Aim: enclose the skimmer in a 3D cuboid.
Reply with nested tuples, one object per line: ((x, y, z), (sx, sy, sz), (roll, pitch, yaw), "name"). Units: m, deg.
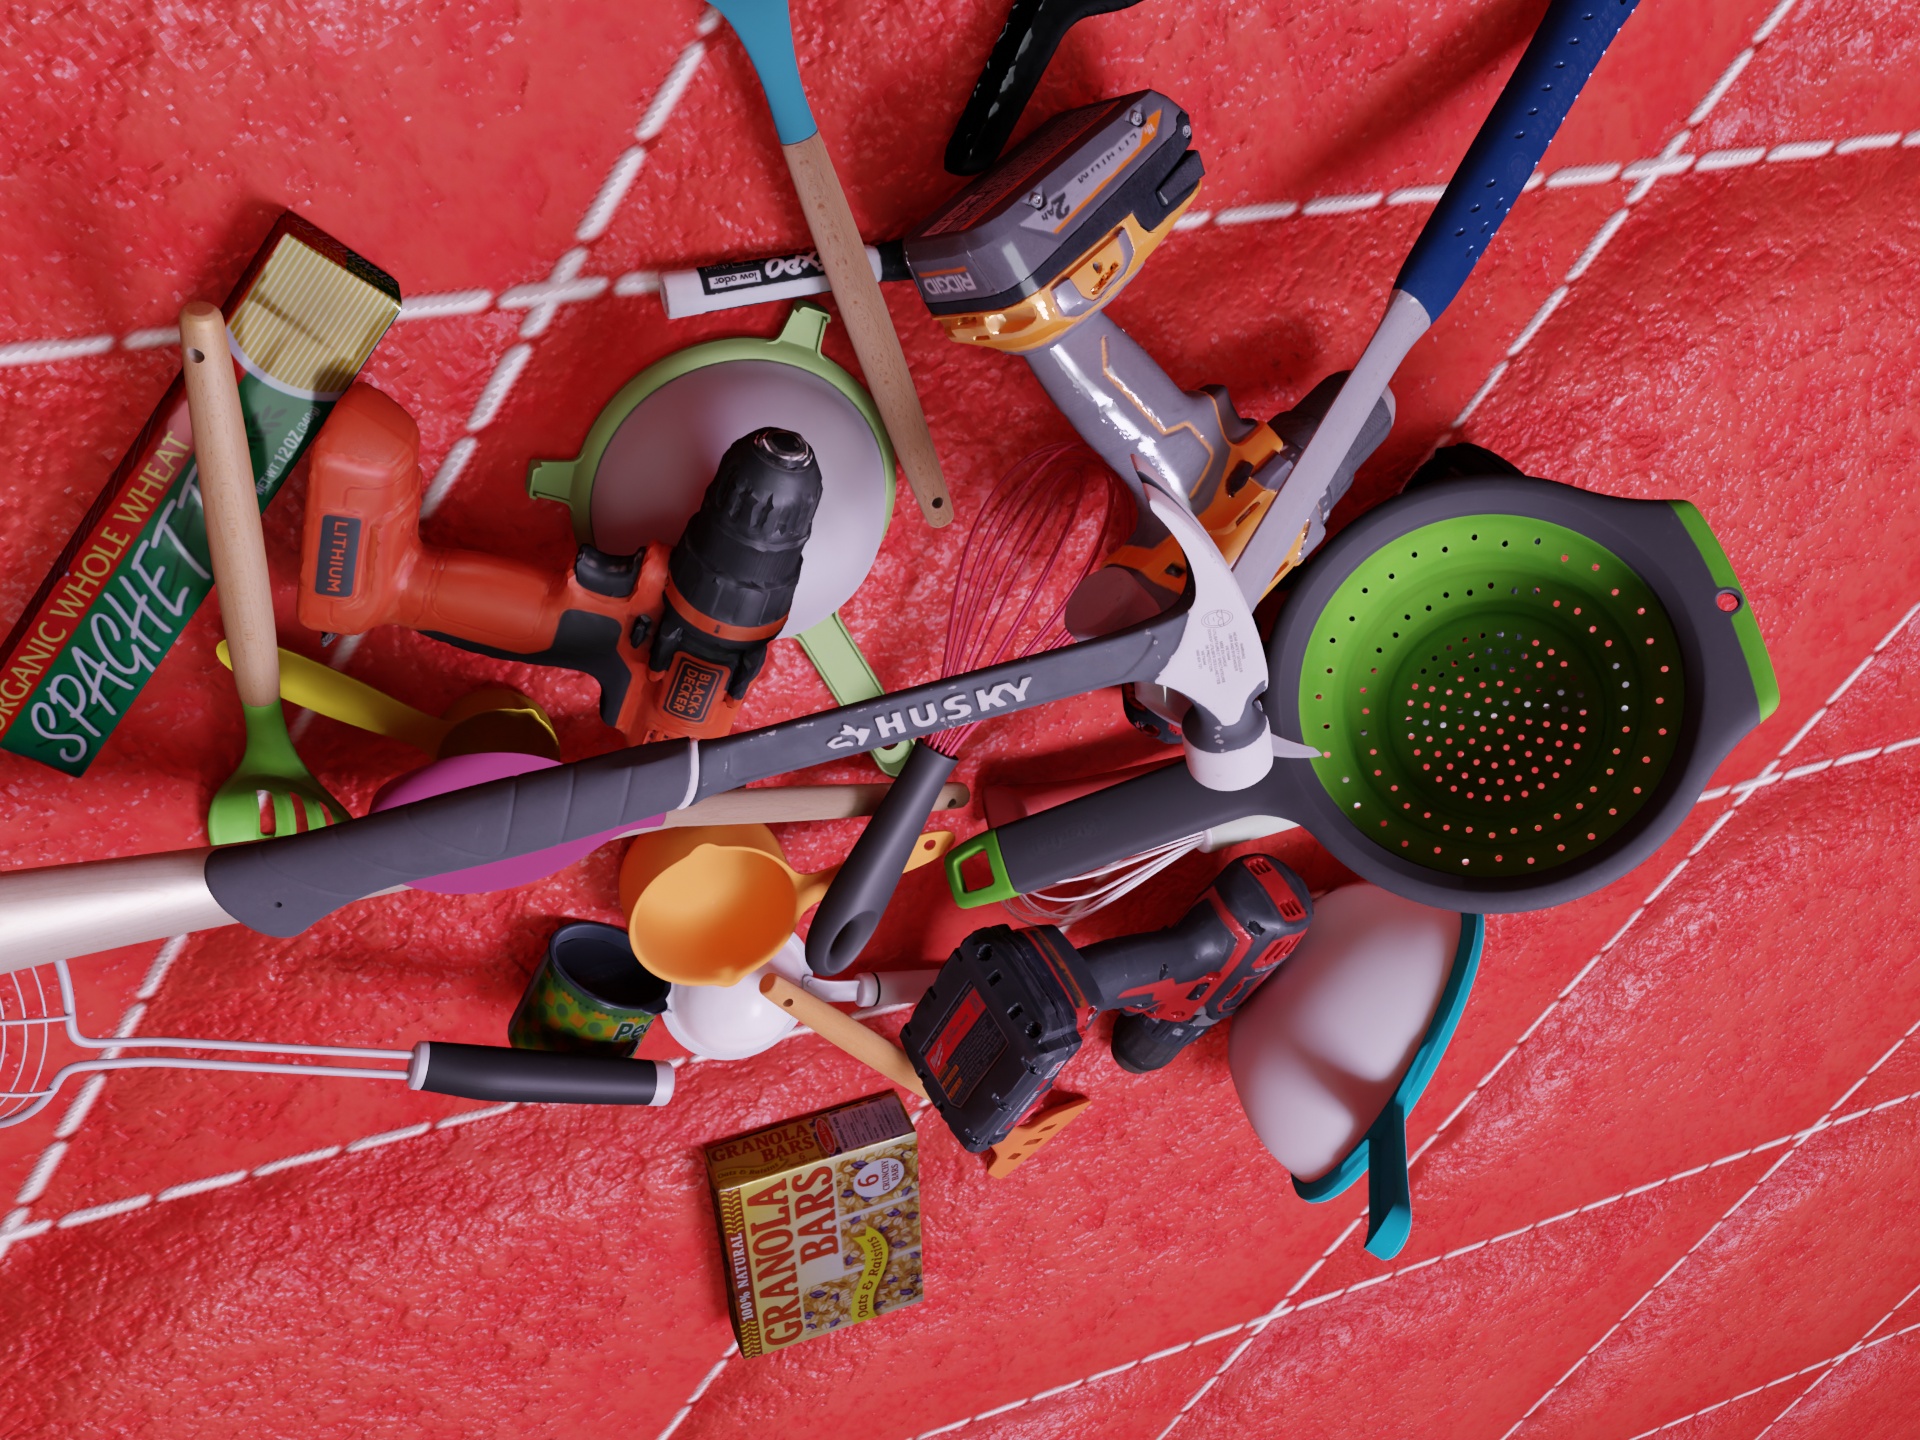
((-0.313, 0.136, 0.728), (0.363, 0.090, 0.127), (11, 109, -28), "skimmer")

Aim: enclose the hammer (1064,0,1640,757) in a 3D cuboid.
((0.194, -0.168, 0.697), (0.143, 0.035, 0.405), (39, 78, -36), "hammer")

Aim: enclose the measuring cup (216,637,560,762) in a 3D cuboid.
((-0.252, -0.007, 0.709), (0.156, 0.029, 0.062), (27, 108, -32), "measuring cup")

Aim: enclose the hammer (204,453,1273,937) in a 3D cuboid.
((-0.086, 0.012, 0.603), (0.409, 0.036, 0.149), (-15, 131, 2), "hammer")

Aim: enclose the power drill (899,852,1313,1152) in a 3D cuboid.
((0.081, 0.166, 0.908), (0.226, 0.080, 0.187), (-12, 146, -37), "power drill")

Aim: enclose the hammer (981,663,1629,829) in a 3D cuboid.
((0.189, 0.017, 0.890), (0.359, 0.149, 0.037), (-12, 88, -5), "hammer")

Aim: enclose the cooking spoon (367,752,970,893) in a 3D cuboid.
((-0.119, 0.041, 0.742), (0.318, 0.017, 0.068), (0, 117, -41), "cooking spoon")

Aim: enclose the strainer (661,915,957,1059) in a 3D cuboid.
((-0.060, 0.151, 0.895), (0.258, 0.050, 0.087), (2, 106, -29), "strainer")

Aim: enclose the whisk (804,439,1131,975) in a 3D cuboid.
((-0.001, -0.002, 0.774), (0.073, 0.073, 0.296), (23, 99, -34), "whisk")

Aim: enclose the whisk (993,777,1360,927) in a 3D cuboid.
((0.132, 0.066, 0.922), (0.246, 0.059, 0.058), (-14, 170, -20), "whisk")

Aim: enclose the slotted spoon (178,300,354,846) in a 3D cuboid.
((-0.280, -0.028, 0.635), (0.070, 0.031, 0.313), (11, 135, -4), "slotted spoon")

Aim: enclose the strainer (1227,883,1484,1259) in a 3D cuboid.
((0.208, 0.191, 0.909), (0.095, 0.340, 0.211), (30, 108, 6), "strainer")

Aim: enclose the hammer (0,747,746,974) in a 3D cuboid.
((-0.277, 0.071, 0.664), (0.410, 0.038, 0.146), (-11, 121, -36), "hammer")

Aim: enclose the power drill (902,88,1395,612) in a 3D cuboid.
((0.098, -0.157, 0.699), (0.185, 0.084, 0.226), (-44, 119, -19), "power drill")

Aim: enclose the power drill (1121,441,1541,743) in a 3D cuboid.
((0.190, -0.073, 0.834), (0.219, 0.079, 0.143), (-11, 126, -13), "power drill")

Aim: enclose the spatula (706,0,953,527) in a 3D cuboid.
((-0.057, -0.213, 0.640), (0.082, 0.044, 0.317), (-27, 127, -7), "spatula")

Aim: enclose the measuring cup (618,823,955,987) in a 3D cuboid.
((-0.091, 0.074, 0.820), (0.173, 0.052, 0.095), (-17, 127, -16), "measuring cup")

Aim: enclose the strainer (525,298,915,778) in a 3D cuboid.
((-0.071, -0.050, 0.732), (0.151, 0.069, 0.256), (-31, 127, -2), "strainer")

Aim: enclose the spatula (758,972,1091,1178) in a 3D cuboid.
((-0.018, 0.209, 0.930), (0.081, 0.041, 0.322), (-42, 134, 5), "spatula")

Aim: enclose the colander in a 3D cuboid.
((0.183, 0.020, 0.793), (0.397, 0.205, 0.094), (-21, 165, 18), "colander")
